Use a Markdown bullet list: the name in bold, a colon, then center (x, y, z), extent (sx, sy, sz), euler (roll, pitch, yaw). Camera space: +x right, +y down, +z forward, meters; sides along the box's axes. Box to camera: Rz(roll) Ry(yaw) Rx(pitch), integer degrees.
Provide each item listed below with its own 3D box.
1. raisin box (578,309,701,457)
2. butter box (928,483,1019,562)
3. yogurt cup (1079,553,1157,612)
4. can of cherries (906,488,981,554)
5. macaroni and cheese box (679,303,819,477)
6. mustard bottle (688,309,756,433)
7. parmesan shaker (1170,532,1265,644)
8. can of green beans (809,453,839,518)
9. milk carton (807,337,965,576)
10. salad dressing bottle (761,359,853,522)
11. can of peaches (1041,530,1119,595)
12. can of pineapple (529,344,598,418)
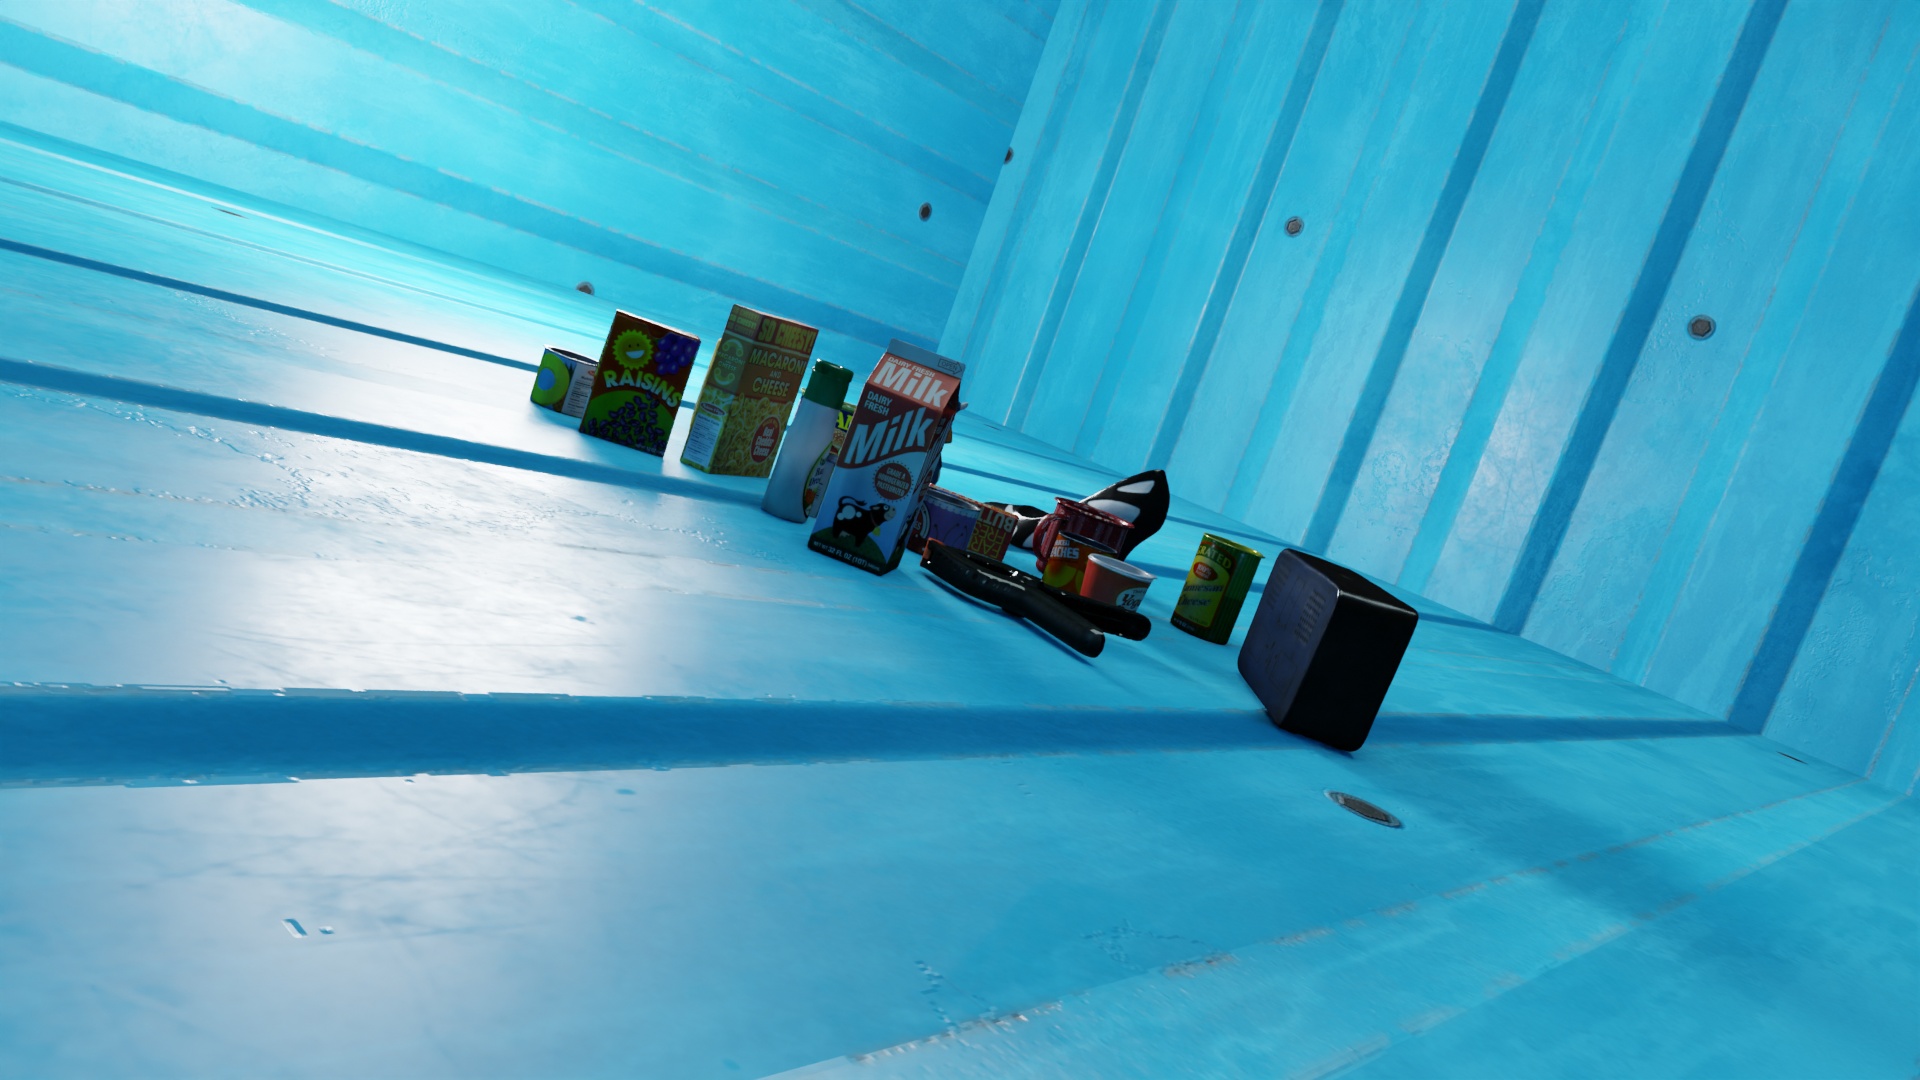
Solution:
- **raisin box**: center (-0.313, -0.154, 1.355), extent (0.086, 0.123, 0.040), euler (18, 8, -17)
- **butter box**: center (0.005, -0.018, 1.472), extent (0.103, 0.053, 0.024), euler (20, 8, 0)
- **yogurt cup**: center (0.150, 0.049, 1.367), extent (0.072, 0.054, 0.072), euler (20, 8, -3)
- **can of cherries**: center (-0.022, -0.015, 1.364), extent (0.071, 0.058, 0.071), euler (20, 8, -3)
- **macaroni and cheese box**: center (-0.214, -0.150, 1.414), extent (0.040, 0.166, 0.124), euler (23, 8, 19)
- **mustard bottle**: center (-0.261, -0.185, 1.560), extent (0.049, 0.160, 0.065), euler (19, 8, -10)
- **parmesan shaker**: center (0.271, 0.052, 1.466), extent (0.071, 0.103, 0.071), euler (20, 8, -3)
- **can of green beans**: center (-0.130, -0.053, 1.360), extent (0.071, 0.057, 0.071), euler (20, 8, -3)
- **milk carton**: center (-0.060, -0.072, 1.187), extent (0.072, 0.190, 0.073), euler (21, 8, 7)
- **salad dressing bottle**: center (-0.139, -0.092, 1.276), extent (0.044, 0.147, 0.064), euler (21, 8, 4)
- **can of peaches**: center (0.120, 0.027, 1.427), extent (0.071, 0.058, 0.071), euler (20, 8, -3)
- **can of pineapple**: center (-0.405, -0.164, 1.433), extent (0.071, 0.057, 0.071), euler (20, 8, -3)
